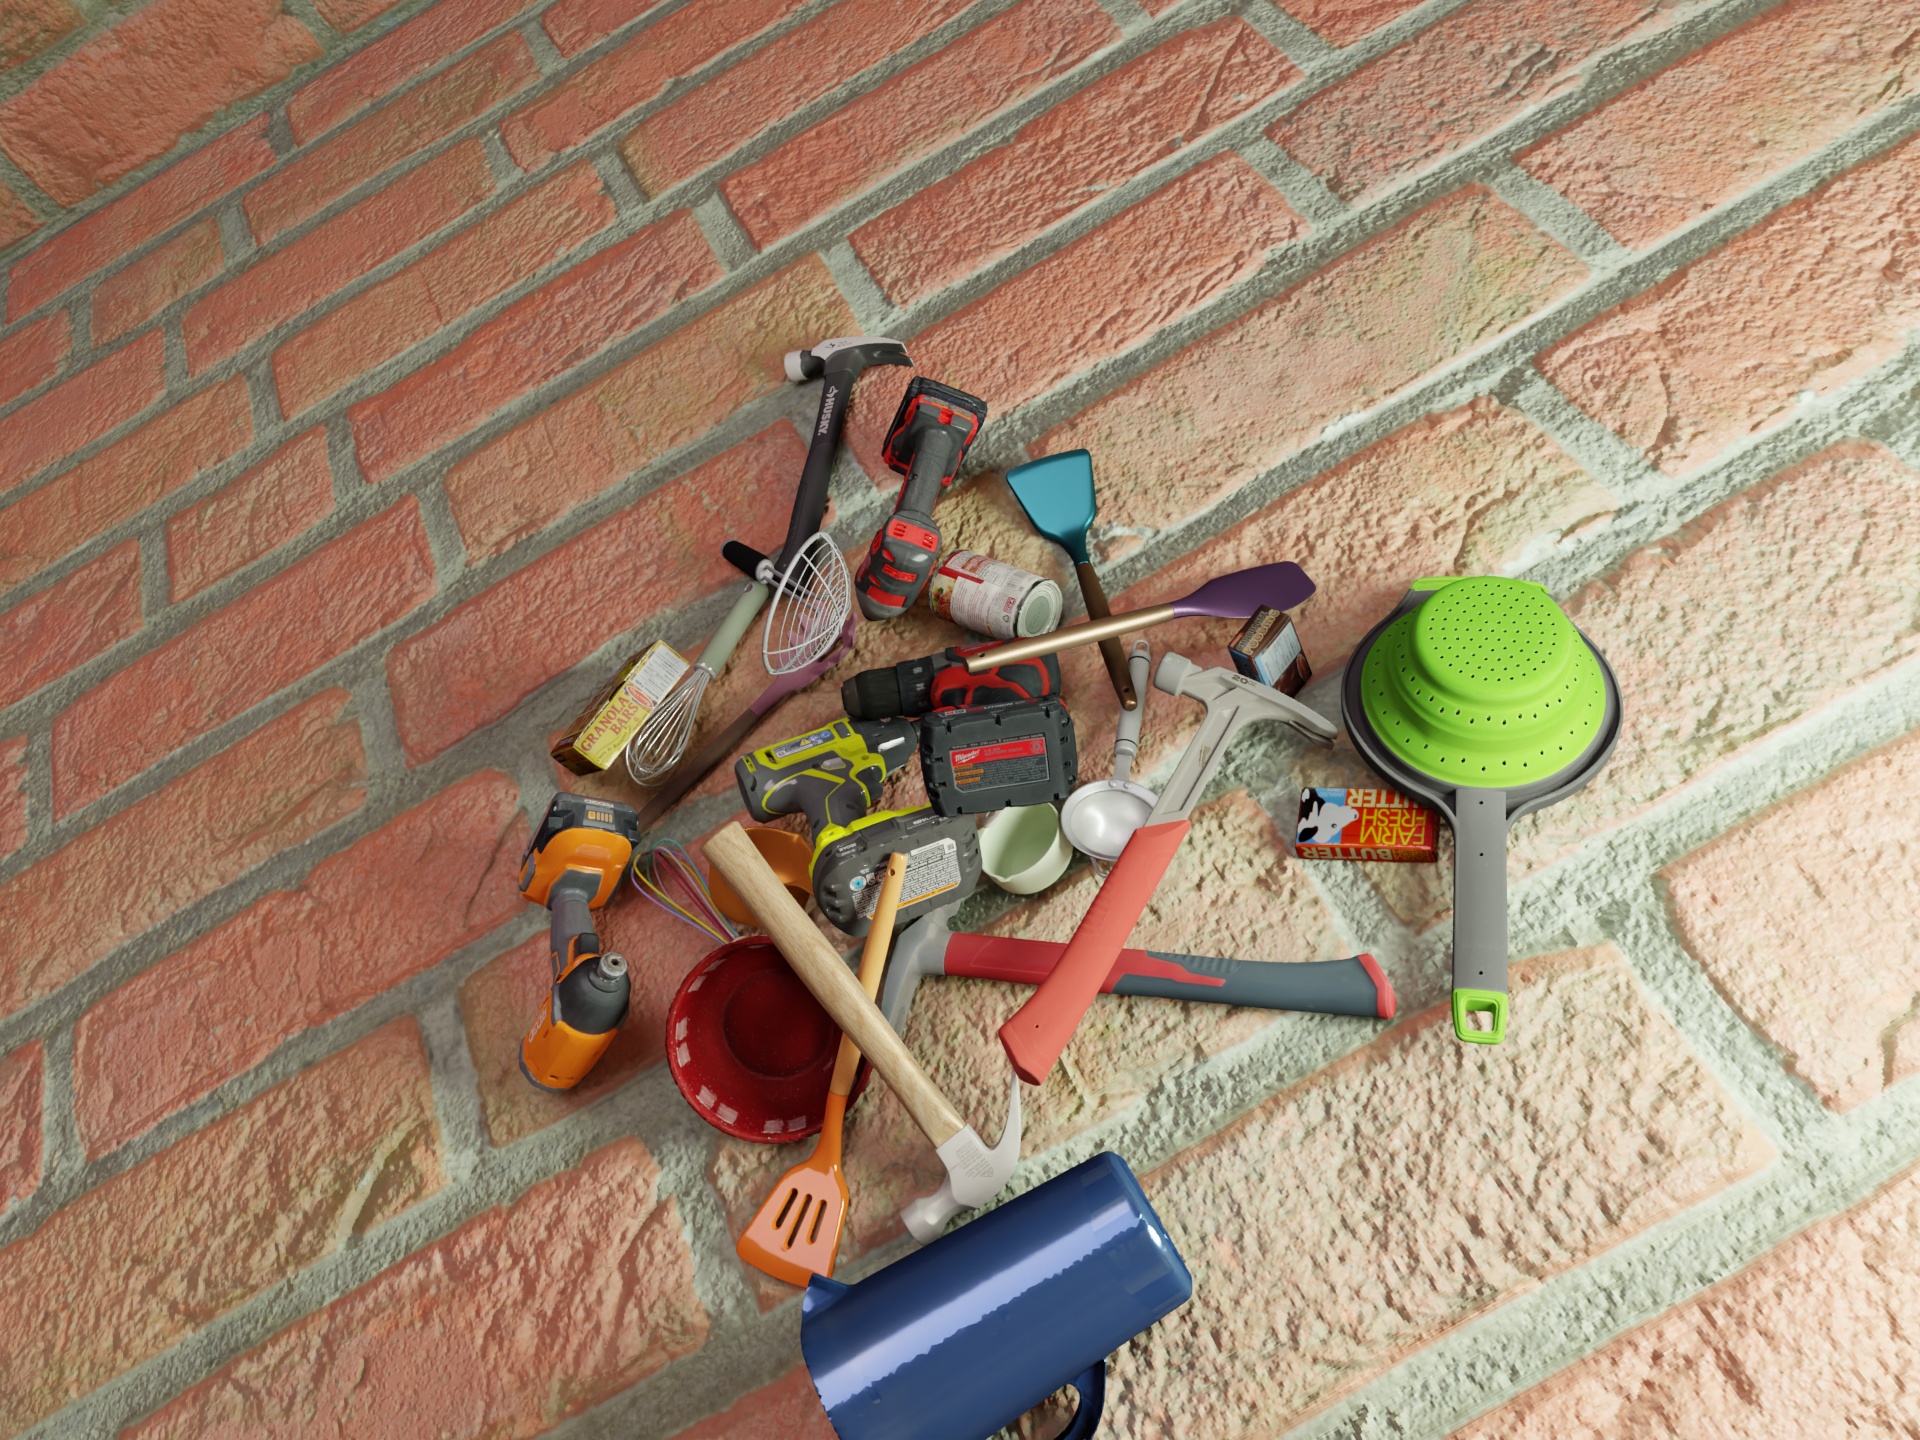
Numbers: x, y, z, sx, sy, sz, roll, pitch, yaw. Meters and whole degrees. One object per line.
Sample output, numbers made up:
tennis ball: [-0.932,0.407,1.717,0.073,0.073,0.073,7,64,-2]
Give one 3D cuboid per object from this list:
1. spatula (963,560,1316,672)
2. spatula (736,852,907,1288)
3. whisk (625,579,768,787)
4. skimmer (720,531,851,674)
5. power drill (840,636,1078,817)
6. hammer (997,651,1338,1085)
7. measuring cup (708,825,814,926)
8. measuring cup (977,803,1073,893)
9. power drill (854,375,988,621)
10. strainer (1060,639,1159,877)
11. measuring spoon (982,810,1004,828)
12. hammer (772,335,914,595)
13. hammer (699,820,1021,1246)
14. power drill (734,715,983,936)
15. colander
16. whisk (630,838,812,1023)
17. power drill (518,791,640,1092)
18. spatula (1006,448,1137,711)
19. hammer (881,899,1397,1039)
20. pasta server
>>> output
spatula: [0.151,-0.083,1.311,0.316,0.018,0.060,-15,48,-16]
spatula: [-0.088,0.256,1.187,0.081,0.041,0.322,15,91,24]
whisk: [-0.248,-0.040,1.520,0.058,0.059,0.246,-2,50,44]
skimmer: [-0.186,-0.133,1.452,0.364,0.090,0.127,34,106,61]
power drill: [-0.002,-0.004,1.290,0.188,0.080,0.227,-8,21,-2]
hammer: [0.142,0.114,1.180,0.149,0.036,0.359,26,66,16]
measuring cup: [-0.135,0.151,1.317,0.174,0.052,0.095,27,34,26]
measuring cup: [0.019,0.109,1.304,0.167,0.038,0.083,-8,48,37]
power drill: [-0.046,-0.199,1.489,0.078,0.143,0.220,19,59,-10]
strainer: [0.134,0.032,1.297,0.087,0.050,0.259,8,53,7]
measuring spoon: [0.037,0.044,1.318,0.034,0.018,0.124,-18,29,32]
hammer: [-0.140,-0.268,1.637,0.146,0.035,0.335,-6,55,22]
hammer: [-0.076,0.210,1.160,0.130,0.031,0.331,-38,84,-2]
power drill: [-0.076,0.070,1.309,0.171,0.080,0.223,-19,33,-14]
colander: [0.373,0.030,1.129,0.204,0.094,0.397,3,57,13]
whisk: [-0.199,0.177,1.349,0.245,0.047,0.051,37,89,34]
power drill: [-0.316,0.174,1.333,0.164,0.084,0.227,-52,36,40]
spatula: [0.111,-0.126,1.403,0.082,0.044,0.318,-16,45,3]
hammer: [0.124,0.201,1.183,0.386,0.038,0.143,2,59,26]
pasta server: [-0.213,0.010,1.472,0.316,0.040,0.060,-45,69,-8]
